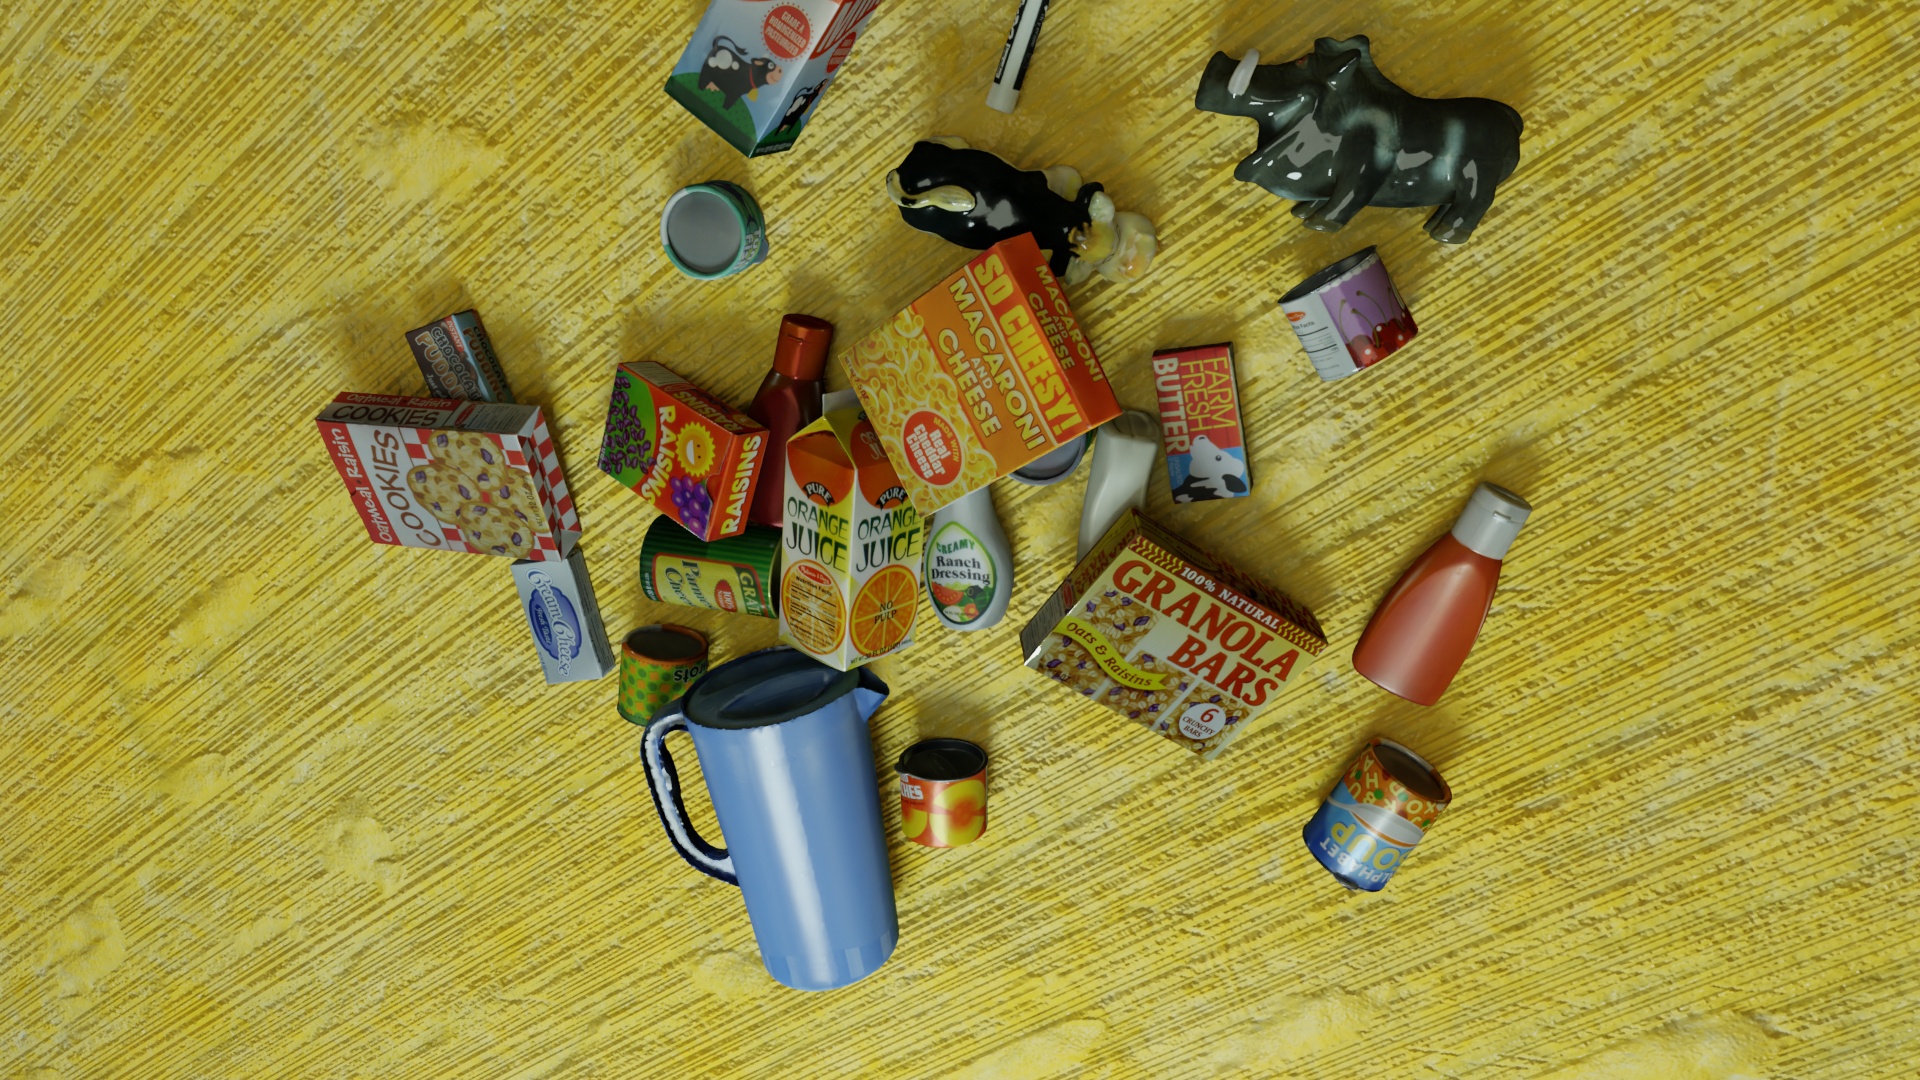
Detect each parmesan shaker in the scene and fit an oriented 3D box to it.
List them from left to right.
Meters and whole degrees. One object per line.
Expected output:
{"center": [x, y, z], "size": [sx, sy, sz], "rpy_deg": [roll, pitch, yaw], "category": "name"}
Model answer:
{"center": [-0.175, 0.021, 1.022], "size": [0.103, 0.071, 0.071], "rpy_deg": [7, 110, 13], "category": "parmesan shaker"}

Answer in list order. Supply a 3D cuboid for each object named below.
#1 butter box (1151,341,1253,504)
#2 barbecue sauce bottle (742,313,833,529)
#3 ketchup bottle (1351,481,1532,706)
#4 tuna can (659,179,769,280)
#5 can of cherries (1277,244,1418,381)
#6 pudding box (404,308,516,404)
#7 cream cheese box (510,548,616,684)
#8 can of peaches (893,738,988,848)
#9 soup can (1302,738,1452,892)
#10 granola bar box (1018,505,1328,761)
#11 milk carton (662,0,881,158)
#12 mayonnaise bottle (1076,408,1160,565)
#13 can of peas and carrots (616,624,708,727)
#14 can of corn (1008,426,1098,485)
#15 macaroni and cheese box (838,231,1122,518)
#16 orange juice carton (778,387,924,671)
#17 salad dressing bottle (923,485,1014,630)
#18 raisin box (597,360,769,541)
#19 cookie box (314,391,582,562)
{"center": [0.160, -0.078, 0.918], "size": [0.053, 0.024, 0.103], "rpy_deg": [-7, 107, 17], "category": "butter box"}
{"center": [-0.122, -0.085, 0.983], "size": [0.065, 0.044, 0.148], "rpy_deg": [20, 112, 13], "category": "barbecue sauce bottle"}
{"center": [0.317, 0.034, 0.903], "size": [0.065, 0.044, 0.148], "rpy_deg": [26, 113, 4], "category": "ketchup bottle"}
{"center": [-0.169, -0.212, 0.958], "size": [0.071, 0.033, 0.070], "rpy_deg": [5, 109, 14], "category": "tuna can"}
{"center": [0.241, -0.140, 0.854], "size": [0.071, 0.072, 0.058], "rpy_deg": [-28, 99, 22], "category": "can of cherries"}
{"center": [-0.374, -0.126, 1.044], "size": [0.049, 0.030, 0.083], "rpy_deg": [-15, 104, 19], "category": "pudding box"}
{"center": [-0.313, 0.060, 1.094], "size": [0.053, 0.024, 0.103], "rpy_deg": [-8, 106, 16], "category": "cream cheese box"}
{"center": [-0.014, 0.188, 1.032], "size": [0.071, 0.071, 0.057], "rpy_deg": [4, 110, 14], "category": "can of peaches"}
{"center": [0.285, 0.189, 0.949], "size": [0.071, 0.071, 0.083], "rpy_deg": [30, 113, 4], "category": "soup can"}
{"center": [0.142, 0.065, 0.931], "size": [0.165, 0.039, 0.123], "rpy_deg": [29, 116, -22], "category": "granola bar box"}
{"center": [-0.100, -0.342, 0.873], "size": [0.073, 0.072, 0.189], "rpy_deg": [38, 113, 1], "category": "milk carton"}
{"center": [0.102, -0.011, 0.938], "size": [0.041, 0.065, 0.147], "rpy_deg": [7, 115, -1], "category": "mayonnaise bottle"}
{"center": [-0.225, 0.104, 1.062], "size": [0.071, 0.071, 0.058], "rpy_deg": [13, 111, 11], "category": "can of peas and carrots"}
{"center": [0.056, -0.079, 0.928], "size": [0.071, 0.058, 0.071], "rpy_deg": [5, 110, 14], "category": "can of corn"}
{"center": [0.009, -0.100, 0.873], "size": [0.166, 0.040, 0.123], "rpy_deg": [-26, 91, 46], "category": "macaroni and cheese box"}
{"center": [-0.074, -0.015, 0.965], "size": [0.073, 0.072, 0.191], "rpy_deg": [21, 116, 38], "category": "orange juice carton"}
{"center": [0.003, -0.012, 0.972], "size": [0.064, 0.044, 0.147], "rpy_deg": [3, 108, 23], "category": "salad dressing bottle"}
{"center": [-0.199, -0.065, 0.988], "size": [0.123, 0.040, 0.085], "rpy_deg": [31, 115, 28], "category": "raisin box"}
{"center": [-0.384, -0.047, 1.046], "size": [0.167, 0.040, 0.122], "rpy_deg": [5, 132, 13], "category": "cookie box"}
